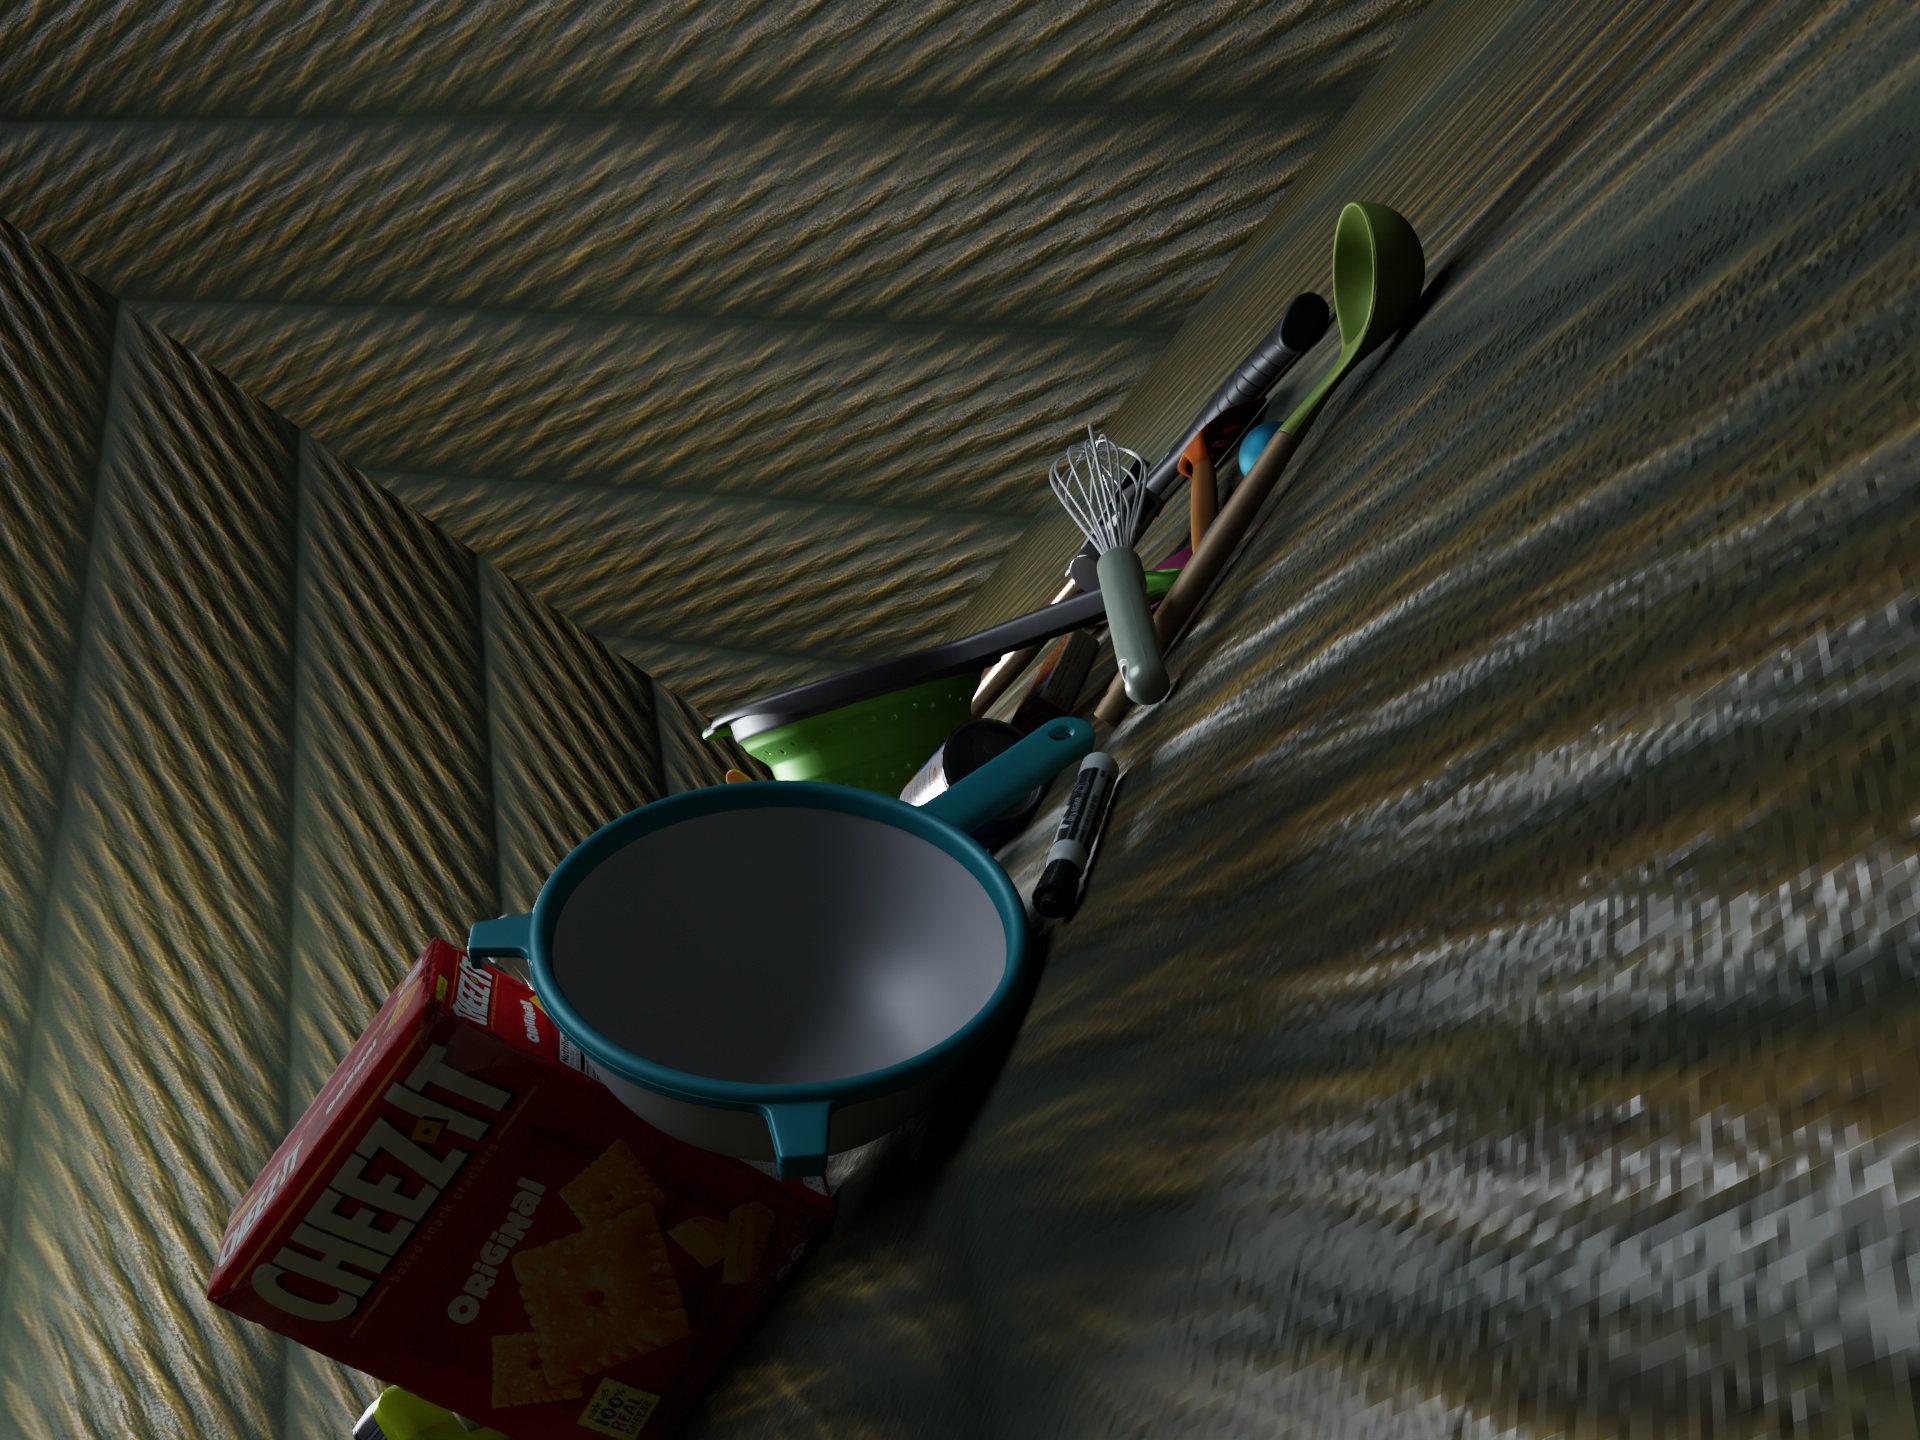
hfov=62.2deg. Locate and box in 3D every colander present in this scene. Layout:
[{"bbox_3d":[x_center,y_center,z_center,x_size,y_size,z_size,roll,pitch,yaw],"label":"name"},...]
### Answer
[{"bbox_3d":[-0.002,-0.003,1.041,0.397,0.094,0.204,-18,-2,41],"label":"colander"}]

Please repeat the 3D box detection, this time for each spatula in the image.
[{"bbox_3d":[0.168,-0.152,1.046,0.081,0.041,0.323,-51,10,25],"label":"spatula"}]

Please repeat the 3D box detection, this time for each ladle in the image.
[{"bbox_3d":[0.156,-0.140,0.876,0.320,0.062,0.078,-57,3,1],"label":"ladle"}]

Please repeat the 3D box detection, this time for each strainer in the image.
[{"bbox_3d":[-0.040,0.097,0.741,0.340,0.211,0.095,-31,-44,-46],"label":"strainer"}]

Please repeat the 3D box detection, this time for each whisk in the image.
[{"bbox_3d":[0.088,-0.091,0.885,0.247,0.059,0.057,-95,-1,-50],"label":"whisk"}]

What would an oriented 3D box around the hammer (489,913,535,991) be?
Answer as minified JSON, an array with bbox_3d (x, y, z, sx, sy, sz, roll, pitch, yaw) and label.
[{"bbox_3d":[-0.261,0.219,0.985,0.037,0.149,0.359,-38,10,-5],"label":"hammer"}]

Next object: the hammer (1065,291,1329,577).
[{"bbox_3d":[0.192,-0.231,1.280,0.146,0.035,0.334,-58,6,-33],"label":"hammer"}]

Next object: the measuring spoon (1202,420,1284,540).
[{"bbox_3d":[0.164,-0.144,0.944,0.129,0.021,0.042,-50,2,-43],"label":"measuring spoon"}]

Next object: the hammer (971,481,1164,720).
[{"bbox_3d":[0.058,-0.069,1.199,0.130,0.031,0.331,-52,2,-36],"label":"hammer"}]

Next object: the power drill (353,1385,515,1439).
[{"bbox_3d":[-0.220,0.314,0.847,0.228,0.080,0.190,-56,-27,8],"label":"power drill"}]

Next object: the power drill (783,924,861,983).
[{"bbox_3d":[-0.079,0.131,0.890,0.164,0.084,0.226,-34,0,5],"label":"power drill"}]

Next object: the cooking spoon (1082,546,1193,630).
[{"bbox_3d":[0.110,-0.082,1.125,0.069,0.017,0.319,-53,5,-7],"label":"cooking spoon"}]

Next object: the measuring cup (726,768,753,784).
[{"bbox_3d":[-0.116,0.113,1.100,0.095,0.173,0.052,-27,19,20],"label":"measuring cup"}]
